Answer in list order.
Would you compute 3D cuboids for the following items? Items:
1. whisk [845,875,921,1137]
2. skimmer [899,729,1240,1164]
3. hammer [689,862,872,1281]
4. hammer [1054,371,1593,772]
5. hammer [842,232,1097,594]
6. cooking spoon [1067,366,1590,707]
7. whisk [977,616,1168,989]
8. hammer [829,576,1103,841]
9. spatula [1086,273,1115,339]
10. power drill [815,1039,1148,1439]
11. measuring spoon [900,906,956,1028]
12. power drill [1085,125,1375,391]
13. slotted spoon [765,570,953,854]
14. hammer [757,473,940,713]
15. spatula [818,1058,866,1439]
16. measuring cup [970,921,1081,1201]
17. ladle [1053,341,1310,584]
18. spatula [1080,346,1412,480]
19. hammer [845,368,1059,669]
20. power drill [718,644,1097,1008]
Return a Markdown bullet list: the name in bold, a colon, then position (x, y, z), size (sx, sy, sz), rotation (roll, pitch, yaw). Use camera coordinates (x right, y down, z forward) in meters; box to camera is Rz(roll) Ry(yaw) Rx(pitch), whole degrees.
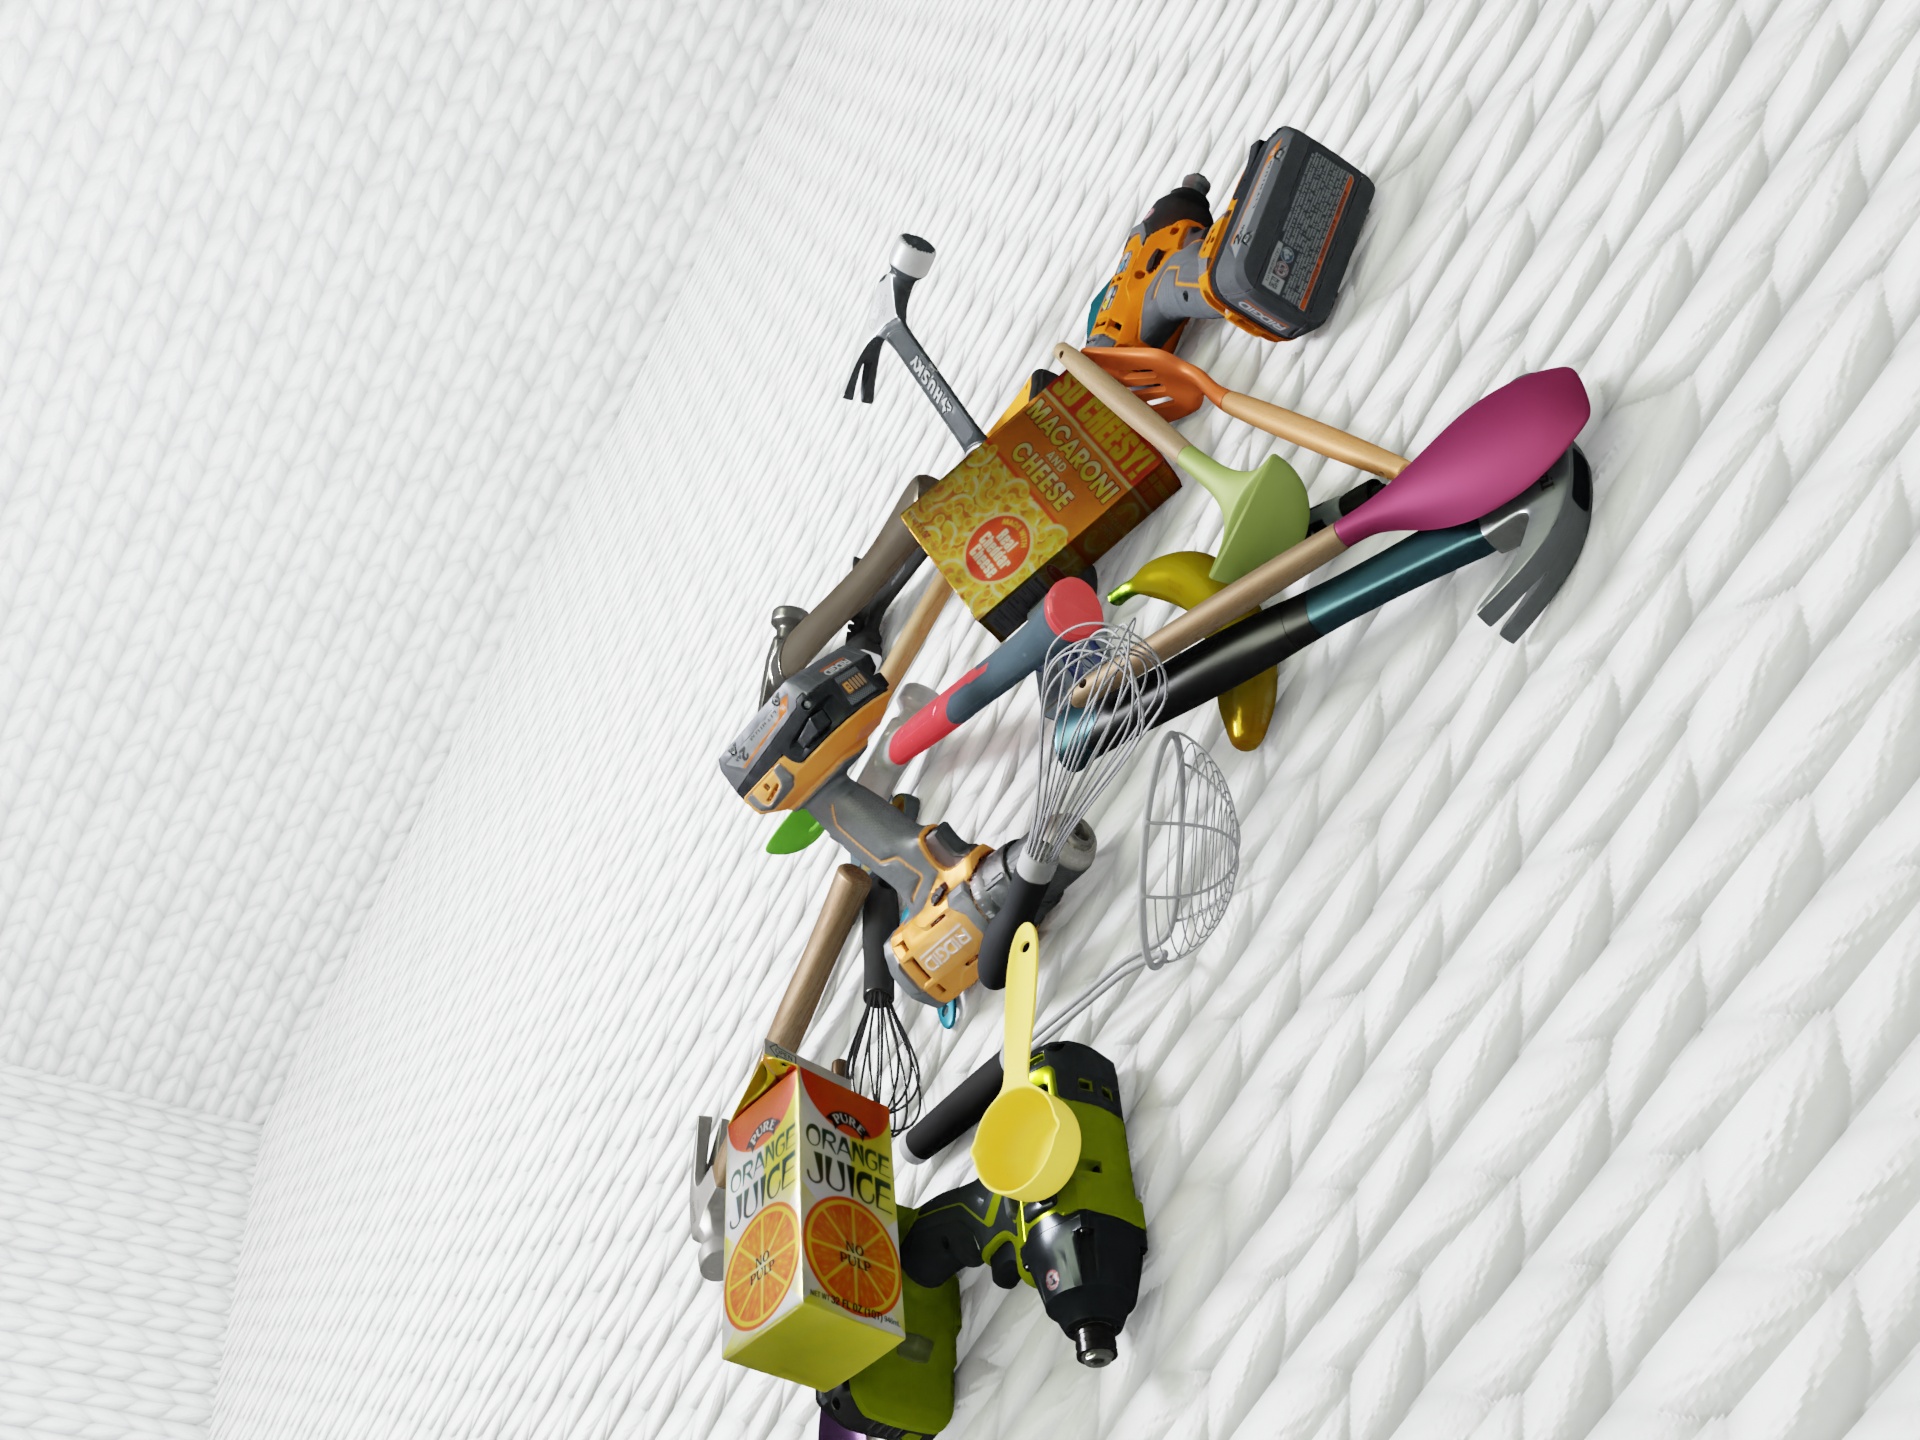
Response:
- **whisk**: position (-0.055, 0.197, 1.135), size (0.055, 0.055, 0.239), rotation (-50, 25, 31)
- **skimmer**: position (0.042, 0.151, 0.928), size (0.363, 0.090, 0.127), rotation (-49, 8, 35)
- **hammer**: position (-0.142, 0.258, 1.227), size (0.331, 0.031, 0.130), rotation (-66, 24, 14)
- **hammer**: position (0.178, -0.052, 0.847), size (0.331, 0.033, 0.128), rotation (-30, 45, 37)
- **hammer**: position (0.005, -0.217, 1.244), size (0.149, 0.036, 0.409), rotation (-60, 42, 33)
- **cooking spoon**: position (0.177, -0.083, 0.825), size (0.319, 0.017, 0.069), rotation (-33, 43, 34)
- **whisk**: position (0.054, 0.057, 0.910), size (0.070, 0.070, 0.284), rotation (-99, 21, -49)
- **hammer**: position (-0.002, -0.003, 1.082), size (0.143, 0.038, 0.386), rotation (-63, 10, -21)
- **spatula**: position (0.103, -0.236, 1.217), size (0.082, 0.044, 0.317), rotation (-1, 73, 63)
- **power drill**: position (0.011, 0.303, 0.880), size (0.223, 0.080, 0.171), rotation (-45, 32, 32)
- **measuring spoon**: position (-0.024, 0.168, 1.117), size (0.042, 0.021, 0.129), rotation (-55, 26, 22)
- **power drill**: position (0.176, -0.321, 1.082), size (0.226, 0.084, 0.164), rotation (4, 71, 67)
- **slotted spoon**: position (-0.060, -0.026, 1.246), size (0.314, 0.031, 0.070), rotation (-60, -8, -13)
- **hammer**: position (-0.101, -0.095, 1.378), size (0.410, 0.038, 0.146), rotation (143, 137, -61)
- **spatula**: position (-0.081, 0.368, 1.066), size (0.059, 0.018, 0.316), rotation (-47, 32, 36)
- **measuring cup**: position (0.039, 0.180, 0.847), size (0.062, 0.029, 0.157), rotation (-29, 41, 35)
- **ladle**: position (0.120, -0.179, 0.996), size (0.078, 0.062, 0.321), rotation (-65, 34, 23)
- **spatula**: position (0.177, -0.189, 1.005), size (0.041, 0.081, 0.323), rotation (-43, 32, -1)
- **hammer**: position (-0.011, -0.178, 1.339), size (0.336, 0.034, 0.127), rotation (-47, 32, 45)
- **power drill**: position (-0.031, 0.059, 1.026), size (0.185, 0.226, 0.084), rotation (-45, -5, 39)
